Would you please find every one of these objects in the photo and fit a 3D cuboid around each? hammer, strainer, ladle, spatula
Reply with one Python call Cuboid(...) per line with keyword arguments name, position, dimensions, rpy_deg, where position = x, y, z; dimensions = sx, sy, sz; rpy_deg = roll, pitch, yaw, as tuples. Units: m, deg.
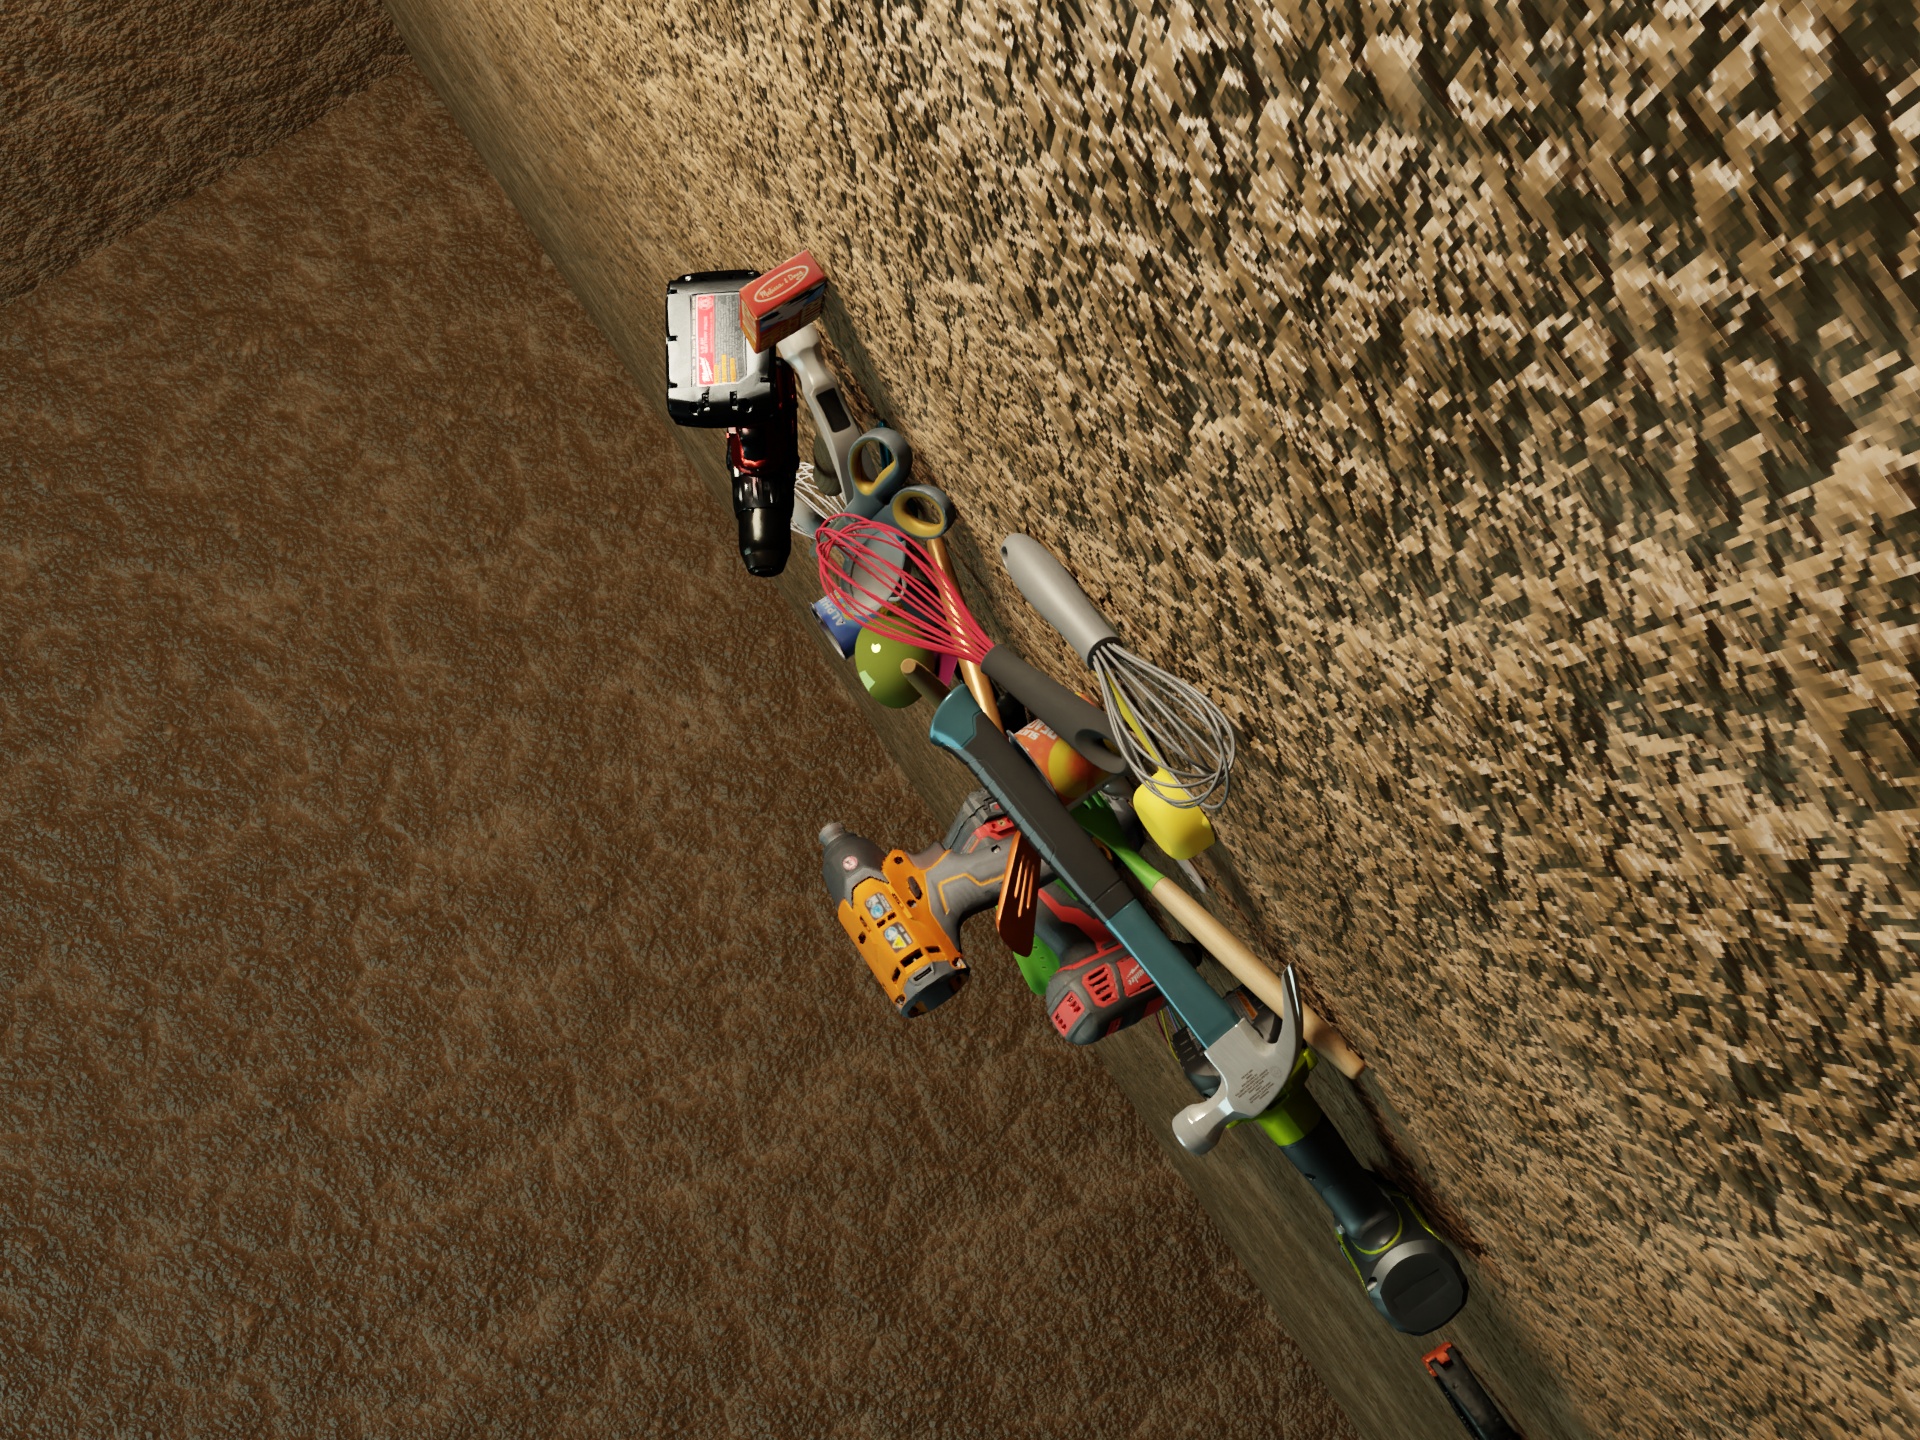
Cuboid(name="hammer", position=(0.092, 0.113, 1.025), dimensions=(0.331, 0.128, 0.033), rpy_deg=(50, -160, 10))
Cuboid(name="strainer", position=(-0.108, -0.161, 1.407), dimensions=(0.050, 0.087, 0.259), rpy_deg=(16, -163, -47))
Cuboid(name="ladle", position=(-0.056, -0.072, 1.435), dimensions=(0.320, 0.062, 0.078), rpy_deg=(-99, -16, -80))
Cuboid(name="ladle", position=(-0.002, -0.004, 1.211), dimensions=(0.069, 0.031, 0.315), rpy_deg=(31, 176, 17))
Cuboid(name="spatula", position=(0.013, 0.007, 1.133), dimensions=(0.081, 0.041, 0.323), rpy_deg=(48, -156, -63))
Cuboid(name="hammer", position=(-0.104, -0.218, 1.285), dimensions=(0.331, 0.031, 0.130), rpy_deg=(178, 68, -85))

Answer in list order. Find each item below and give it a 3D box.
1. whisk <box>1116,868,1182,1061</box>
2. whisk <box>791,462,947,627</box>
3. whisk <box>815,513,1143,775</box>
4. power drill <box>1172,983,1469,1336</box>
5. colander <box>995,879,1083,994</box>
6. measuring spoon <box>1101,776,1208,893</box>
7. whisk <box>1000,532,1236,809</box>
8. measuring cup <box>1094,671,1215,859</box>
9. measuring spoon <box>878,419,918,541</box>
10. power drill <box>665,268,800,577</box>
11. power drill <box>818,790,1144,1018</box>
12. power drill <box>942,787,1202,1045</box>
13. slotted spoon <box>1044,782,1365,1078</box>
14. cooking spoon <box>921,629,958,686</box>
Cuboid(name="whisk", position=(0.174, 0.220, 1.447), dimensions=(0.244, 0.047, 0.051), rpy_deg=(62, 173, -21))
Cuboid(name="whisk", position=(-0.092, -0.162, 1.452), dimensions=(0.285, 0.070, 0.070), rpy_deg=(43, 167, 39))
Cuboid(name="whisk", position=(0.007, -0.052, 1.074), dimensions=(0.296, 0.073, 0.073), rpy_deg=(37, 167, 24))
Cuboid(name="power drill", position=(0.248, 0.296, 1.107), dimensions=(0.228, 0.080, 0.190), rpy_deg=(53, -177, -2))
Cuboid(name="colander", position=(0.102, 0.208, 1.550), dimensions=(0.396, 0.094, 0.205), rpy_deg=(59, -172, -73))
Cuboid(name="measuring spoon", position=(0.132, 0.076, 1.123), dimensions=(0.124, 0.018, 0.034), rpy_deg=(53, 173, 22))
Cuboid(name="whisk", position=(0.078, -0.034, 0.853), dimensions=(0.239, 0.055, 0.055), rpy_deg=(56, 176, 45))
Cuboid(name="measuring cup", position=(0.107, 0.025, 0.978), dimensions=(0.156, 0.029, 0.062), rpy_deg=(56, 174, -25))
Cuboid(name="measuring spoon", position=(-0.045, -0.180, 1.174), dimensions=(0.128, 0.021, 0.042), rpy_deg=(86, 164, -61))
Cuboid(name="power drill", position=(-0.168, -0.229, 1.250), dimensions=(0.226, 0.080, 0.188), rpy_deg=(79, -172, -77))
Cuboid(name="power drill", position=(0.008, 0.099, 1.217), dimensions=(0.164, 0.226, 0.084), rpy_deg=(53, 173, 23))
Cuboid(name="power drill", position=(0.094, 0.148, 1.293), dimensions=(0.220, 0.143, 0.078), rpy_deg=(55, 142, 25))
Cuboid(name="slotted spoon", position=(0.154, 0.128, 1.077), dimensions=(0.314, 0.031, 0.070), rpy_deg=(44, -158, 32))
Cuboid(name="cooking spoon", position=(-0.022, -0.063, 1.441), dimensions=(0.017, 0.069, 0.319), rpy_deg=(18, -175, -8))
